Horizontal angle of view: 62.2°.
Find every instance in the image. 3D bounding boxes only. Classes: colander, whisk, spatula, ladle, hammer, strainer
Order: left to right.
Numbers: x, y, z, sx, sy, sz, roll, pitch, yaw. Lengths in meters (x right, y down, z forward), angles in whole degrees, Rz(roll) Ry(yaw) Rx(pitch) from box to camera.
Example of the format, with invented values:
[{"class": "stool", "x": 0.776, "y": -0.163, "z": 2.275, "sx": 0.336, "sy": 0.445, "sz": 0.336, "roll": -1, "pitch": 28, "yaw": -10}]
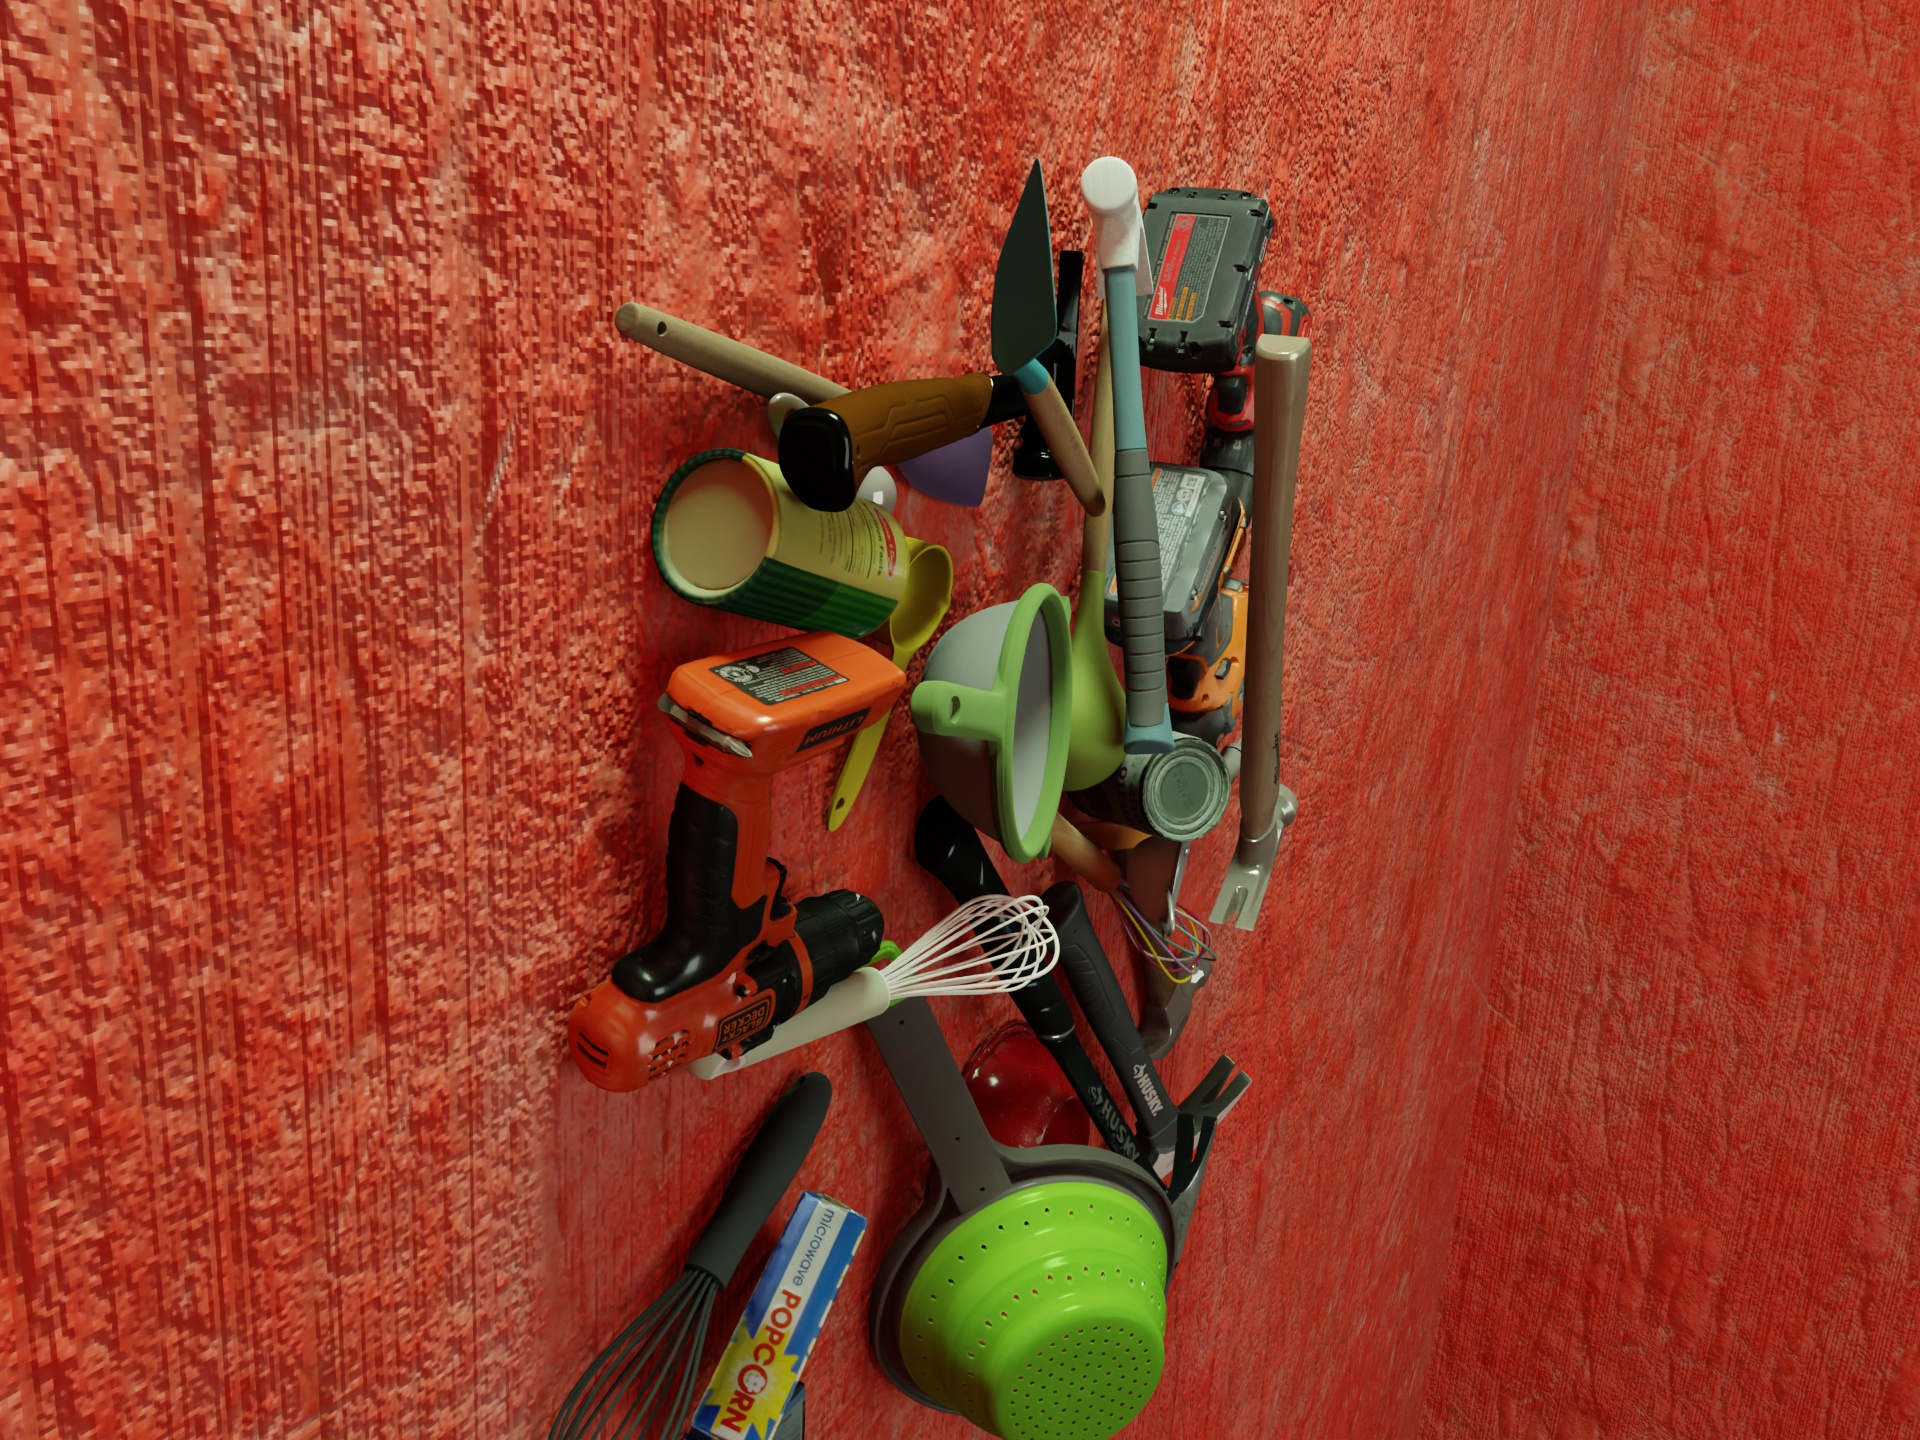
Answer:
[{"class": "whisk", "x": -0.120, "y": 0.262, "z": 0.755, "sx": 0.239, "sy": 0.055, "sz": 0.055, "roll": -58, "pitch": 146, "yaw": -41}, {"class": "spatula", "x": -0.055, "y": -0.149, "z": 0.742, "sx": 0.315, "sy": 0.018, "sz": 0.060, "roll": 3, "pitch": 97, "yaw": -63}, {"class": "whisk", "x": -0.039, "y": 0.135, "z": 0.813, "sx": 0.246, "sy": 0.059, "sz": 0.057, "roll": -13, "pitch": 142, "yaw": -43}, {"class": "hammer", "x": -0.002, "y": -0.157, "z": 0.758, "sx": 0.337, "sy": 0.034, "sz": 0.127, "roll": -40, "pitch": 136, "yaw": -64}, {"class": "strainer", "x": -0.001, "y": -0.003, "z": 0.814, "sx": 0.256, "sy": 0.069, "sz": 0.151, "roll": 8, "pitch": 87, "yaw": -73}, {"class": "colander", "x": 0.027, "y": 0.298, "z": 0.912, "sx": 0.204, "sy": 0.095, "sz": 0.396, "roll": -27, "pitch": 118, "yaw": -8}, {"class": "spatula", "x": 0.053, "y": -0.160, "z": 0.799, "sx": 0.317, "sy": 0.044, "sz": 0.082, "roll": 41, "pitch": 43, "yaw": -72}, {"class": "hammer", "x": 0.070, "y": 0.202, "z": 0.996, "sx": 0.149, "sy": 0.036, "sz": 0.408, "roll": -57, "pitch": 132, "yaw": -38}, {"class": "ladle", "x": 0.080, "y": -0.116, "z": 0.981, "sx": 0.062, "sy": 0.078, "sz": 0.320, "roll": 174, "pitch": -78, "yaw": -74}, {"class": "whisk", "x": 0.112, "y": 0.121, "z": 1.090, "sx": 0.047, "sy": 0.051, "sz": 0.244, "roll": -54, "pitch": 134, "yaw": -6}, {"class": "hammer", "x": 0.119, "y": 0.226, "z": 1.152, "sx": 0.146, "sy": 0.035, "sz": 0.334, "roll": -36, "pitch": 133, "yaw": -12}, {"class": "hammer", "x": 0.098, "y": -0.141, "z": 0.912, "sx": 0.128, "sy": 0.033, "sz": 0.331, "roll": -44, "pitch": 130, "yaw": -77}, {"class": "hammer", "x": 0.137, "y": 0.135, "z": 1.193, "sx": 0.130, "sy": 0.031, "sz": 0.331, "roll": -56, "pitch": 144, "yaw": -37}, {"class": "strainer", "x": 0.160, "y": 0.072, "z": 1.103, "sx": 0.258, "sy": 0.050, "sz": 0.086, "roll": -47, "pitch": 148, "yaw": -55}, {"class": "hammer", "x": 0.200, "y": -0.051, "z": 1.048, "sx": 0.146, "sy": 0.038, "sz": 0.410, "roll": -58, "pitch": 150, "yaw": -48}]

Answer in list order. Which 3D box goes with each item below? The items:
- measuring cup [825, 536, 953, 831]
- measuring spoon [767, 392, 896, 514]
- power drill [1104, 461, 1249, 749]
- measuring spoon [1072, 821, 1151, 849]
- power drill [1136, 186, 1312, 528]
[{"class": "measuring cup", "x": -0.048, "y": -0.020, "z": 0.810, "sx": 0.062, "sy": 0.029, "sz": 0.156, "roll": 6, "pitch": 107, "yaw": -64}, {"class": "measuring spoon", "x": -0.057, "y": -0.117, "z": 0.731, "sx": 0.034, "sy": 0.018, "sz": 0.124, "roll": -53, "pitch": 156, "yaw": -1}, {"class": "power drill", "x": 0.153, "y": -0.057, "z": 1.099, "sx": 0.164, "sy": 0.084, "sz": 0.226, "roll": -68, "pitch": 154, "yaw": -17}, {"class": "measuring spoon", "x": 0.114, "y": 0.082, "z": 1.099, "sx": 0.116, "sy": 0.011, "sz": 0.021, "roll": 5, "pitch": 108, "yaw": -38}, {"class": "power drill", "x": 0.176, "y": -0.234, "z": 1.080, "sx": 0.226, "sy": 0.080, "sz": 0.188, "roll": 30, "pitch": 74, "yaw": -64}]
